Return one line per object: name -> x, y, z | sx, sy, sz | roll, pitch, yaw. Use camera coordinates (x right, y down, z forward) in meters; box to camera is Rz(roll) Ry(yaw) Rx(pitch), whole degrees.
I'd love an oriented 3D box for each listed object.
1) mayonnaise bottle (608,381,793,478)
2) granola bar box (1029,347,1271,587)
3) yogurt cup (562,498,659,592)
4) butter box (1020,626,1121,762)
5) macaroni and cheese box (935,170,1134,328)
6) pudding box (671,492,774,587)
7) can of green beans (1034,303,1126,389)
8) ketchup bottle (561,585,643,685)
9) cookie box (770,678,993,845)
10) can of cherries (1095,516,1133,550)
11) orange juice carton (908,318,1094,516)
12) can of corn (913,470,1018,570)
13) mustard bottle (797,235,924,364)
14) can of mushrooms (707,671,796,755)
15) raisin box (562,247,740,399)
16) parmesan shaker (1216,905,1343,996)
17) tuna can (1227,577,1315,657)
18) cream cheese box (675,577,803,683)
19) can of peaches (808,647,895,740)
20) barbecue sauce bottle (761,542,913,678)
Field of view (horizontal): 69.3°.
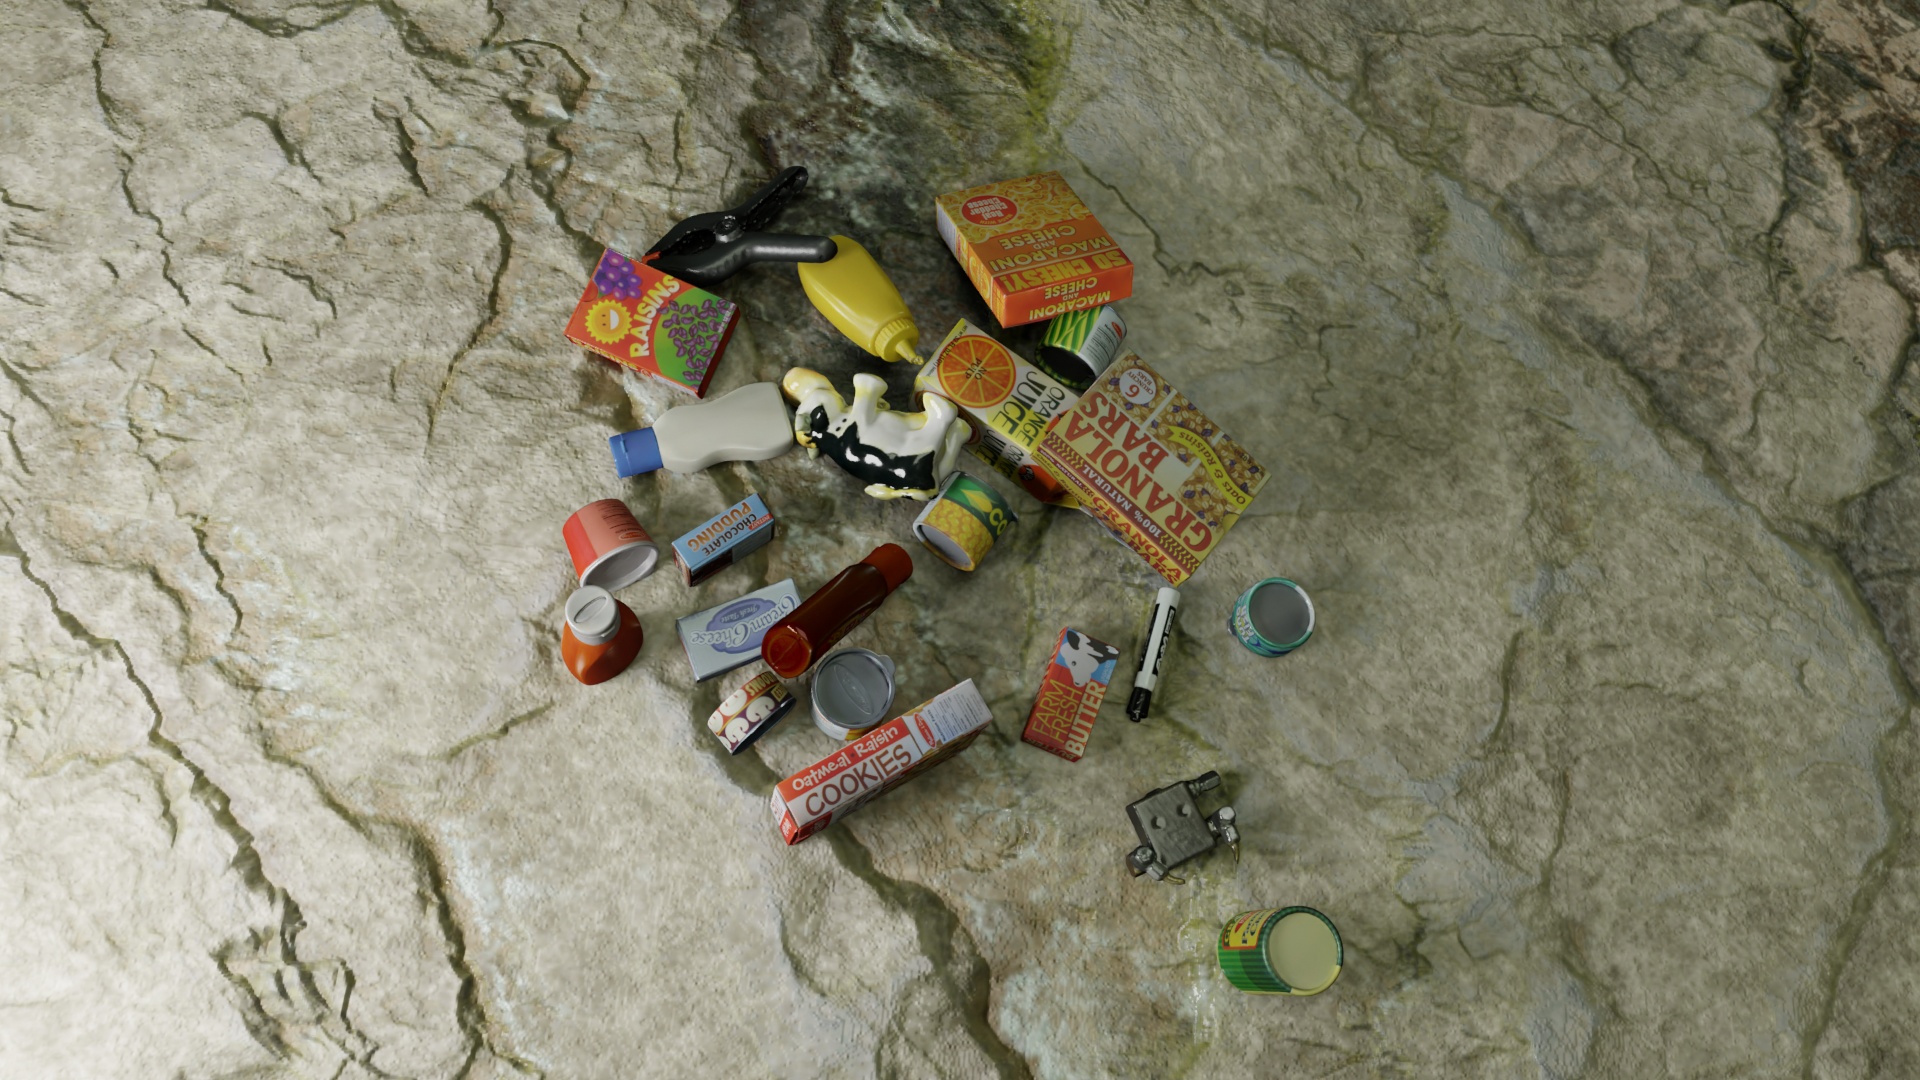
mayonnaise bottle -> -0.220, -0.088, 1.175 | 0.148, 0.041, 0.065 | -15, 74, -13
granola bar box -> 0.160, -0.062, 1.159 | 0.165, 0.039, 0.124 | 42, 69, 1
yogurt cup -> -0.285, 0.003, 1.122 | 0.072, 0.072, 0.054 | -27, 71, -17
butter box -> 0.092, 0.129, 1.166 | 0.053, 0.024, 0.104 | 24, 70, -2
macaroni and cheese box -> 0.064, -0.263, 1.246 | 0.124, 0.040, 0.167 | -16, 48, -14
pudding box -> -0.195, 0.000, 1.145 | 0.084, 0.049, 0.030 | -33, 79, -18
can of green beans -> 0.107, -0.178, 1.248 | 0.071, 0.071, 0.058 | 29, 70, 0
ketchup bottle -> -0.274, 0.070, 1.056 | 0.065, 0.148, 0.043 | -41, 85, -19
cookie box -> -0.063, 0.174, 1.071 | 0.168, 0.122, 0.040 | -27, 78, -17
can of cherries -> 0.162, -0.030, 1.209 | 0.071, 0.071, 0.058 | 35, 70, 3
orange juice carton -> 0.055, -0.101, 1.209 | 0.193, 0.072, 0.072 | 35, 70, 2
can of corn -> 0.004, -0.015, 1.175 | 0.071, 0.071, 0.058 | 36, 71, 3
mustard bottle -> -0.080, -0.200, 1.210 | 0.065, 0.048, 0.161 | -33, 62, -13
can of mushrooms -> -0.163, 0.134, 1.096 | 0.071, 0.070, 0.033 | -39, 81, -19
raisin box -> -0.263, -0.185, 1.191 | 0.123, 0.040, 0.086 | 24, 84, -1
parmesan shaker -> 0.251, 0.320, 1.089 | 0.071, 0.102, 0.071 | 3, 72, -9
tuna can -> 0.272, 0.067, 1.213 | 0.071, 0.032, 0.071 | 3, 71, -9
cream cheese box -> -0.176, 0.073, 1.138 | 0.104, 0.024, 0.053 | -21, 78, -15
can of peaches -> -0.086, 0.123, 1.119 | 0.071, 0.058, 0.071 | 3, 71, -9
barbecue sauce bottle -> -0.095, 0.051, 1.122 | 0.043, 0.064, 0.149 | 48, 46, 2
